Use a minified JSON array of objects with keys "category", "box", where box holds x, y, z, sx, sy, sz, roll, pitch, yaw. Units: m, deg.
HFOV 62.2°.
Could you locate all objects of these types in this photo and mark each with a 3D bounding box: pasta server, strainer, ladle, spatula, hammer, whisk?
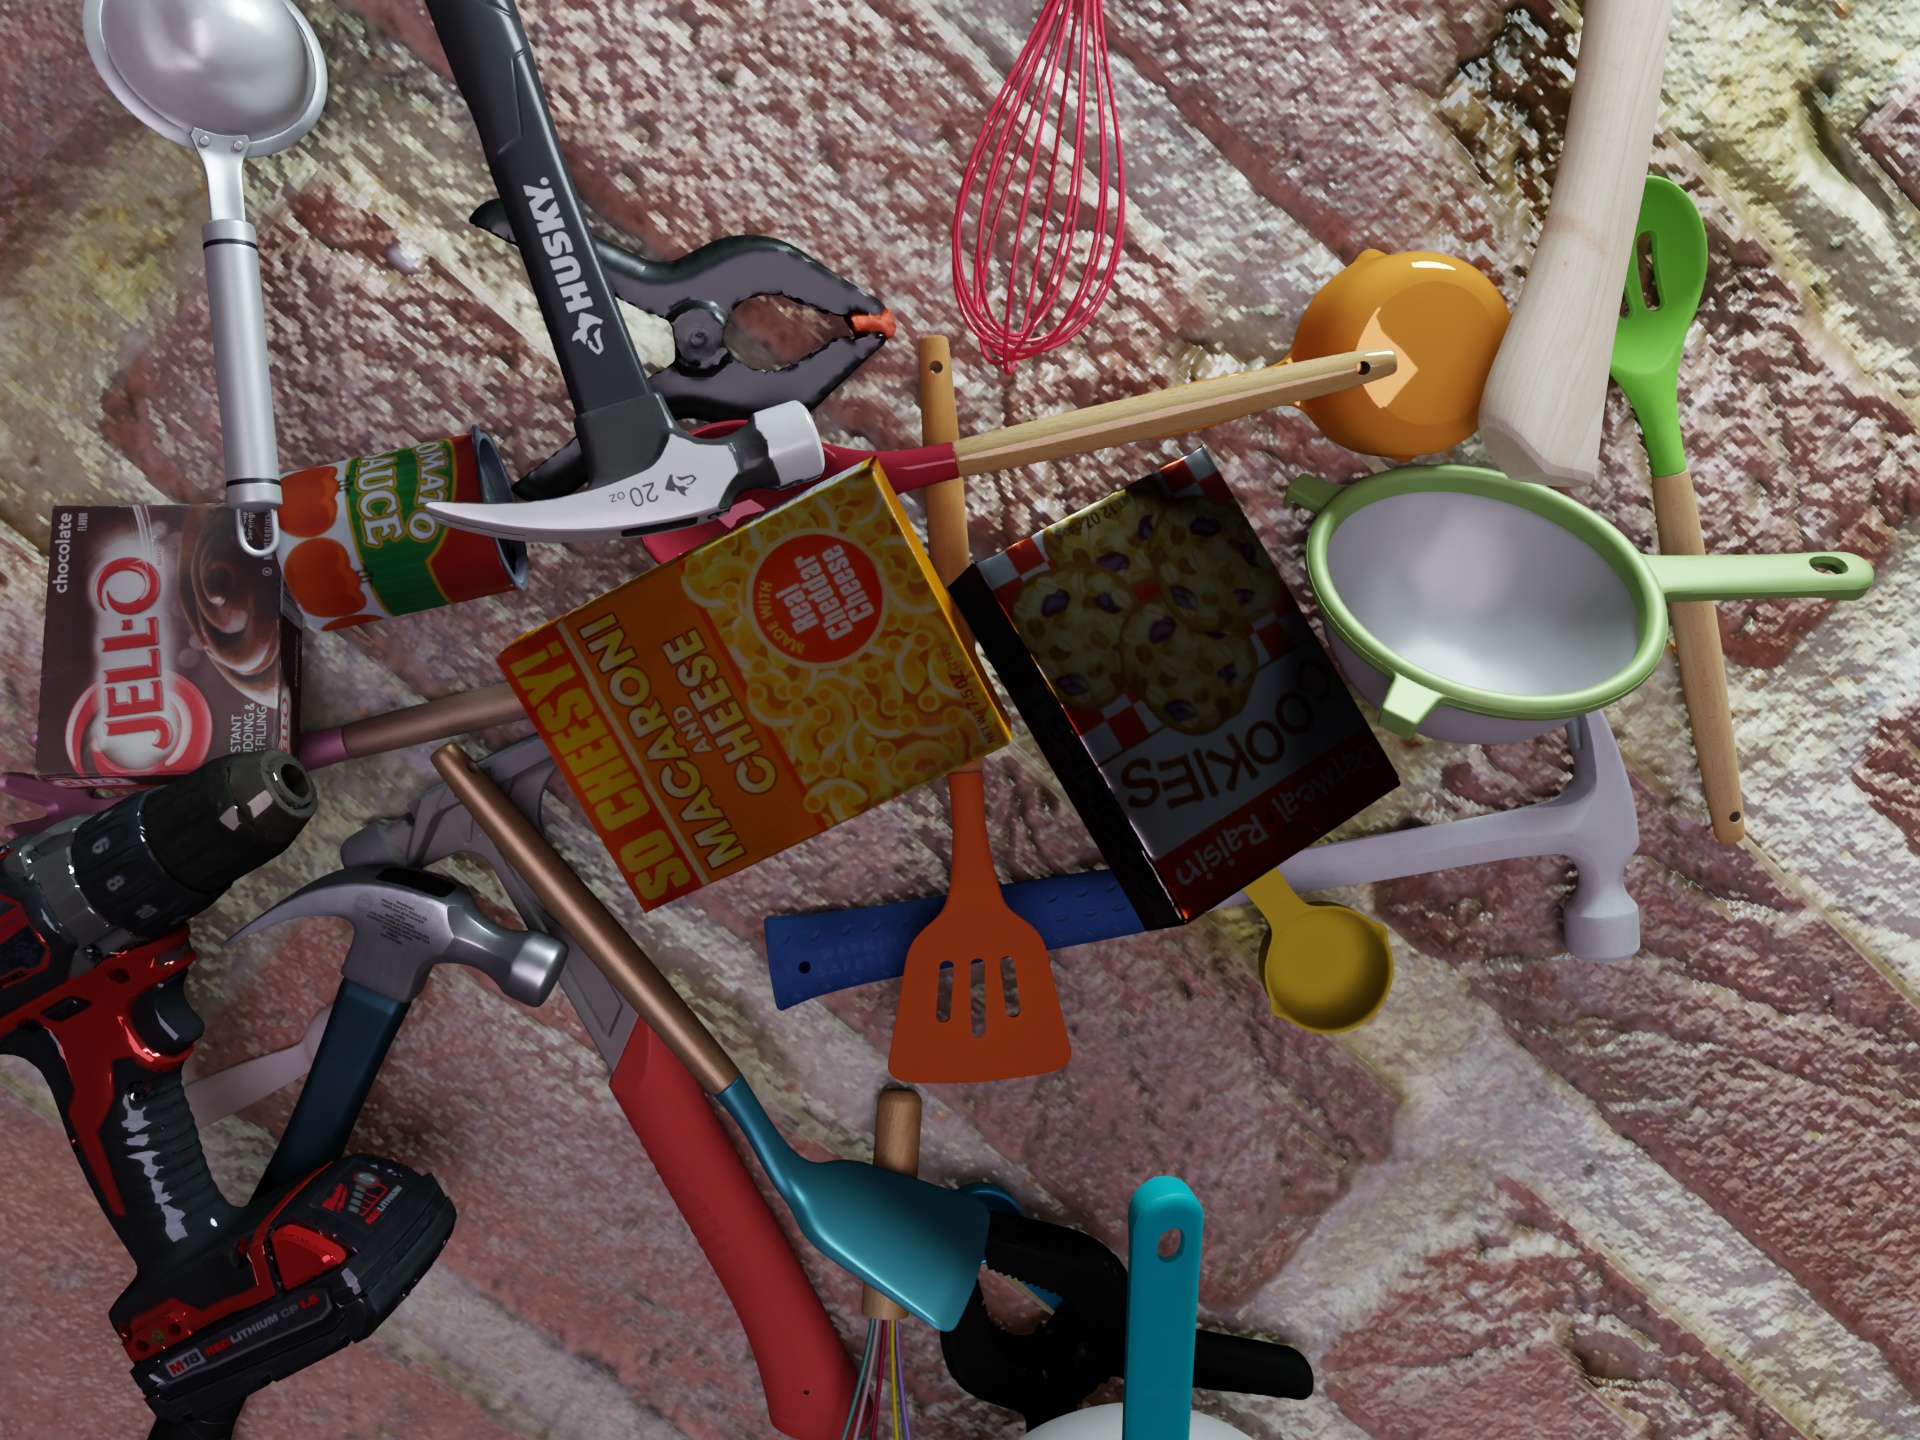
[{"category":"pasta server","box":[-0.234,0.001,0.672,0.316,0.040,0.060,-14,78,-5]},{"category":"strainer","box":[0.068,0.324,0.693,0.211,0.095,0.340,-5,111,-13]},{"category":"ladle","box":[0.023,-0.114,0.652,0.315,0.031,0.069,-12,107,1]},{"category":"spatula","box":[-0.107,0.128,0.670,0.044,0.082,0.317,-35,100,24]},{"category":"hammer","box":[0.113,0.070,0.727,0.405,0.035,0.144,-9,102,-5]},{"category":"whisk","box":[0.046,-0.287,0.641,0.073,0.073,0.296,9,95,-8]},{"category":"whisk","box":[-0.039,0.292,0.722,0.051,0.047,0.245,5,81,-9]},{"category":"hammer","box":[-0.123,0.172,0.719,0.149,0.037,0.359,-27,102,-1]},{"category":"hammer","box":[-0.289,0.208,0.688,0.128,0.033,0.331,26,104,-1]},{"category":"spatula","box":[-0.001,-0.002,0.684,0.081,0.041,0.322,-4,89,-3]},{"category":"strainer","box":[0.269,-0.042,0.695,0.256,0.152,0.069,-3,138,-10]},{"category":"hammer","box":[-0.176,-0.227,0.603,0.146,0.035,0.335,-20,91,-13]},{"category":"strainer","box":[-0.274,-0.190,0.600,0.086,0.050,0.258,-6,90,-38]},{"category":"hammer","box":[0.281,-0.299,0.647,0.146,0.038,0.410,8,91,-9]}]

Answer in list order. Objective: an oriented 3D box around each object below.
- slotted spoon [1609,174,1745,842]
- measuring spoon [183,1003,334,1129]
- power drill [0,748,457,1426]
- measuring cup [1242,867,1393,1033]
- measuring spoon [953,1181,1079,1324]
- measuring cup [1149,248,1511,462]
[{"category":"slotted spoon","box":[0.326,-0.088,0.727,0.070,0.031,0.313,-17,104,-3]},{"category":"measuring spoon","box":[-0.315,0.162,0.703,0.124,0.018,0.034,-24,103,-1]},{"category":"power drill","box":[-0.290,0.134,0.617,0.188,0.080,0.226,-28,97,10]},{"category":"measuring cup","box":[0.130,0.069,0.703,0.062,0.029,0.156,-37,91,1]},{"category":"measuring spoon","box":[0.037,0.262,0.768,0.042,0.021,0.128,-43,112,9]},{"category":"measuring cup","box":[0.153,-0.146,0.680,0.173,0.052,0.095,-15,102,-6]}]
